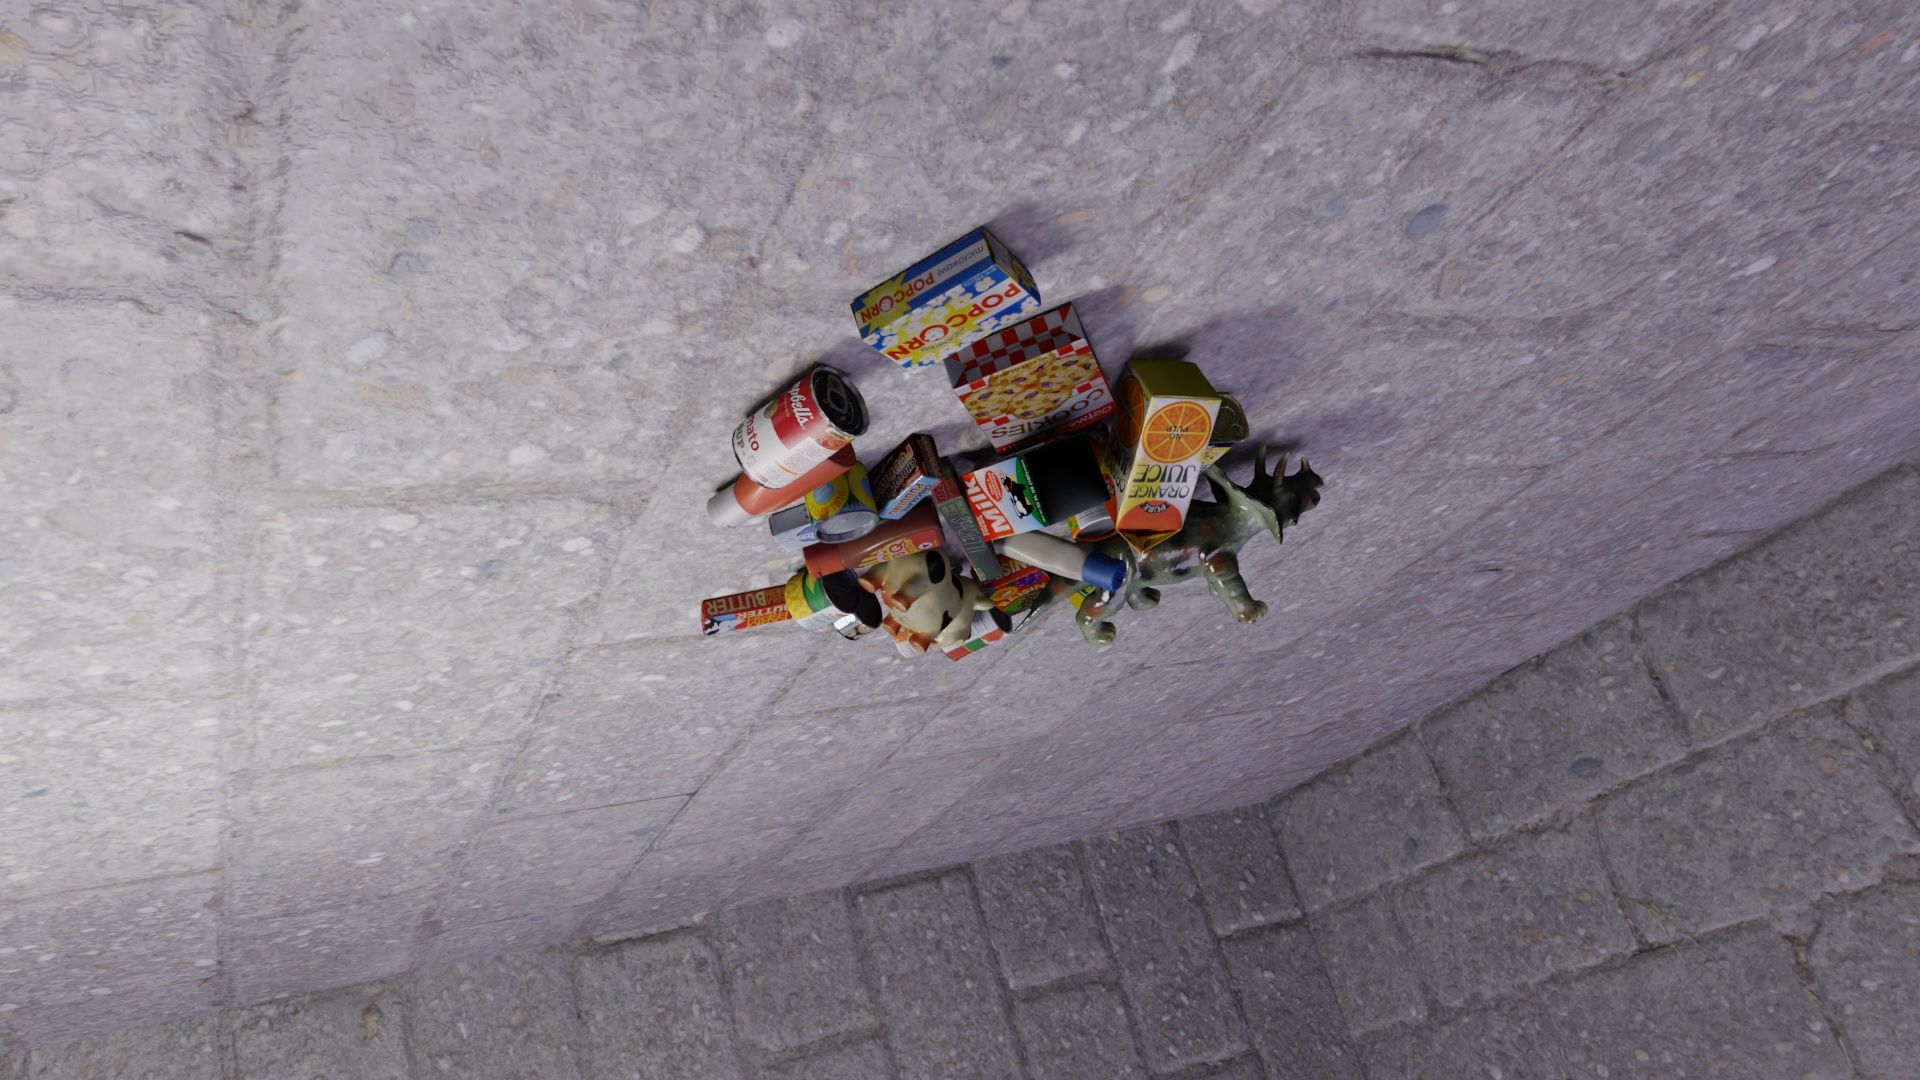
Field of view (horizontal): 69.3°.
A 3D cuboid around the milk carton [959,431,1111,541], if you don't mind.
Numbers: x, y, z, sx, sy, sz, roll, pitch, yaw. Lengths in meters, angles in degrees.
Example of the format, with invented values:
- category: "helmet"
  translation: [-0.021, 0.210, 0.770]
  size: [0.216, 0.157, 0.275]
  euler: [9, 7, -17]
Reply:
- category: "milk carton"
  translation: [0.062, -0.048, 1.355]
  size: [0.074, 0.072, 0.190]
  euler: [-22, -176, -24]

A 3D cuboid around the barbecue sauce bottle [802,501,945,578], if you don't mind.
- category: "barbecue sauce bottle"
  translation: [-0.092, 0.002, 1.479]
  size: [0.148, 0.044, 0.064]
  euler: [-17, 159, -1]

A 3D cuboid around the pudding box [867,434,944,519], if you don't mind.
- category: "pudding box"
  translation: [-0.054, -0.061, 1.351]
  size: [0.030, 0.050, 0.083]
  euler: [5, 149, -39]

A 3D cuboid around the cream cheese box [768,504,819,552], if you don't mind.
- category: "cream cheese box"
  translation: [-0.138, -0.022, 1.414]
  size: [0.104, 0.024, 0.053]
  euler: [-19, 159, 4]

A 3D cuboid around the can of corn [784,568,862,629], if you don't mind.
- category: "can of corn"
  translation: [-0.152, 0.056, 1.533]
  size: [0.058, 0.071, 0.071]
  euler: [-24, 157, 31]

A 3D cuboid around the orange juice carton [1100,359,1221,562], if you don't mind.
- category: "orange juice carton"
  translation: [0.185, -0.075, 1.350]
  size: [0.073, 0.072, 0.191]
  euler: [0, 126, -16]

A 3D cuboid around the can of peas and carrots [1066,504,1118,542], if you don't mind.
- category: "can of peas and carrots"
  translation: [0.148, -0.036, 1.545]
  size: [0.071, 0.059, 0.070]
  euler: [-14, 158, -6]

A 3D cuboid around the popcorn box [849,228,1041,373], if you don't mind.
- category: "popcorn box"
  translation: [-0.011, -0.187, 1.101]
  size: [0.126, 0.038, 0.085]
  euler: [-26, 157, 20]

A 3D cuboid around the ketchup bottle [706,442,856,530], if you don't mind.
- category: "ketchup bottle"
  translation: [-0.171, -0.056, 1.286]
  size: [0.148, 0.044, 0.065]
  euler: [-29, 154, 26]

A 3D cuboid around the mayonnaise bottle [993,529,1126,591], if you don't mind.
- category: "mayonnaise bottle"
  translation: [0.113, 0.017, 1.557]
  size: [0.148, 0.041, 0.065]
  euler: [19, 178, 28]

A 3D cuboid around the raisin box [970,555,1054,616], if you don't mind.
- category: "raisin box"
  translation: [0.074, 0.049, 1.718]
  size: [0.086, 0.040, 0.123]
  euler: [-23, 158, 14]

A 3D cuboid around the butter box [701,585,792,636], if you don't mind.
- category: "butter box"
  translation: [-0.242, 0.080, 1.576]
  size: [0.104, 0.024, 0.053]
  euler: [-11, 157, -15]

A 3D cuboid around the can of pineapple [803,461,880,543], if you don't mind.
- category: "can of pineapple"
  translation: [-0.118, -0.038, 1.346]
  size: [0.071, 0.058, 0.070]
  euler: [-15, 157, -6]

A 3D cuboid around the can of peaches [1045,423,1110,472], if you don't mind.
- category: "can of peaches"
  translation: [0.123, -0.080, 1.418]
  size: [0.058, 0.071, 0.071]
  euler: [-10, 156, -17]

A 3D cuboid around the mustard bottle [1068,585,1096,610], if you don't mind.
- category: "mustard bottle"
  translation: [0.193, 0.027, 1.728]
  size: [0.049, 0.065, 0.159]
  euler: [3, 143, -38]

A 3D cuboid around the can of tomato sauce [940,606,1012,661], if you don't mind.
- category: "can of tomato sauce"
  translation: [0.016, 0.107, 1.776]
  size: [0.083, 0.071, 0.071]
  euler: [-27, 156, 22]

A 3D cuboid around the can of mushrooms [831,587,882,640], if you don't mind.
- category: "can of mushrooms"
  translation: [-0.122, 0.079, 1.610]
  size: [0.033, 0.071, 0.071]
  euler: [-30, 154, 25]

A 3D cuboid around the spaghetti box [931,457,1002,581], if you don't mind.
- category: "spaghetti box"
  translation: [0.005, -0.019, 1.493]
  size: [0.029, 0.050, 0.249]
  euler: [-21, 157, 4]

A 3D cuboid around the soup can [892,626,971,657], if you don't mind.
- category: "soup can"
  translation: [-0.038, 0.101, 1.720]
  size: [0.083, 0.071, 0.071]
  euler: [-18, 158, 14]

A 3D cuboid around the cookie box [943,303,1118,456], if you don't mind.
- category: "cookie box"
  translation: [0.068, -0.140, 1.265]
  size: [0.123, 0.040, 0.167]
  euler: [-21, 158, 9]
